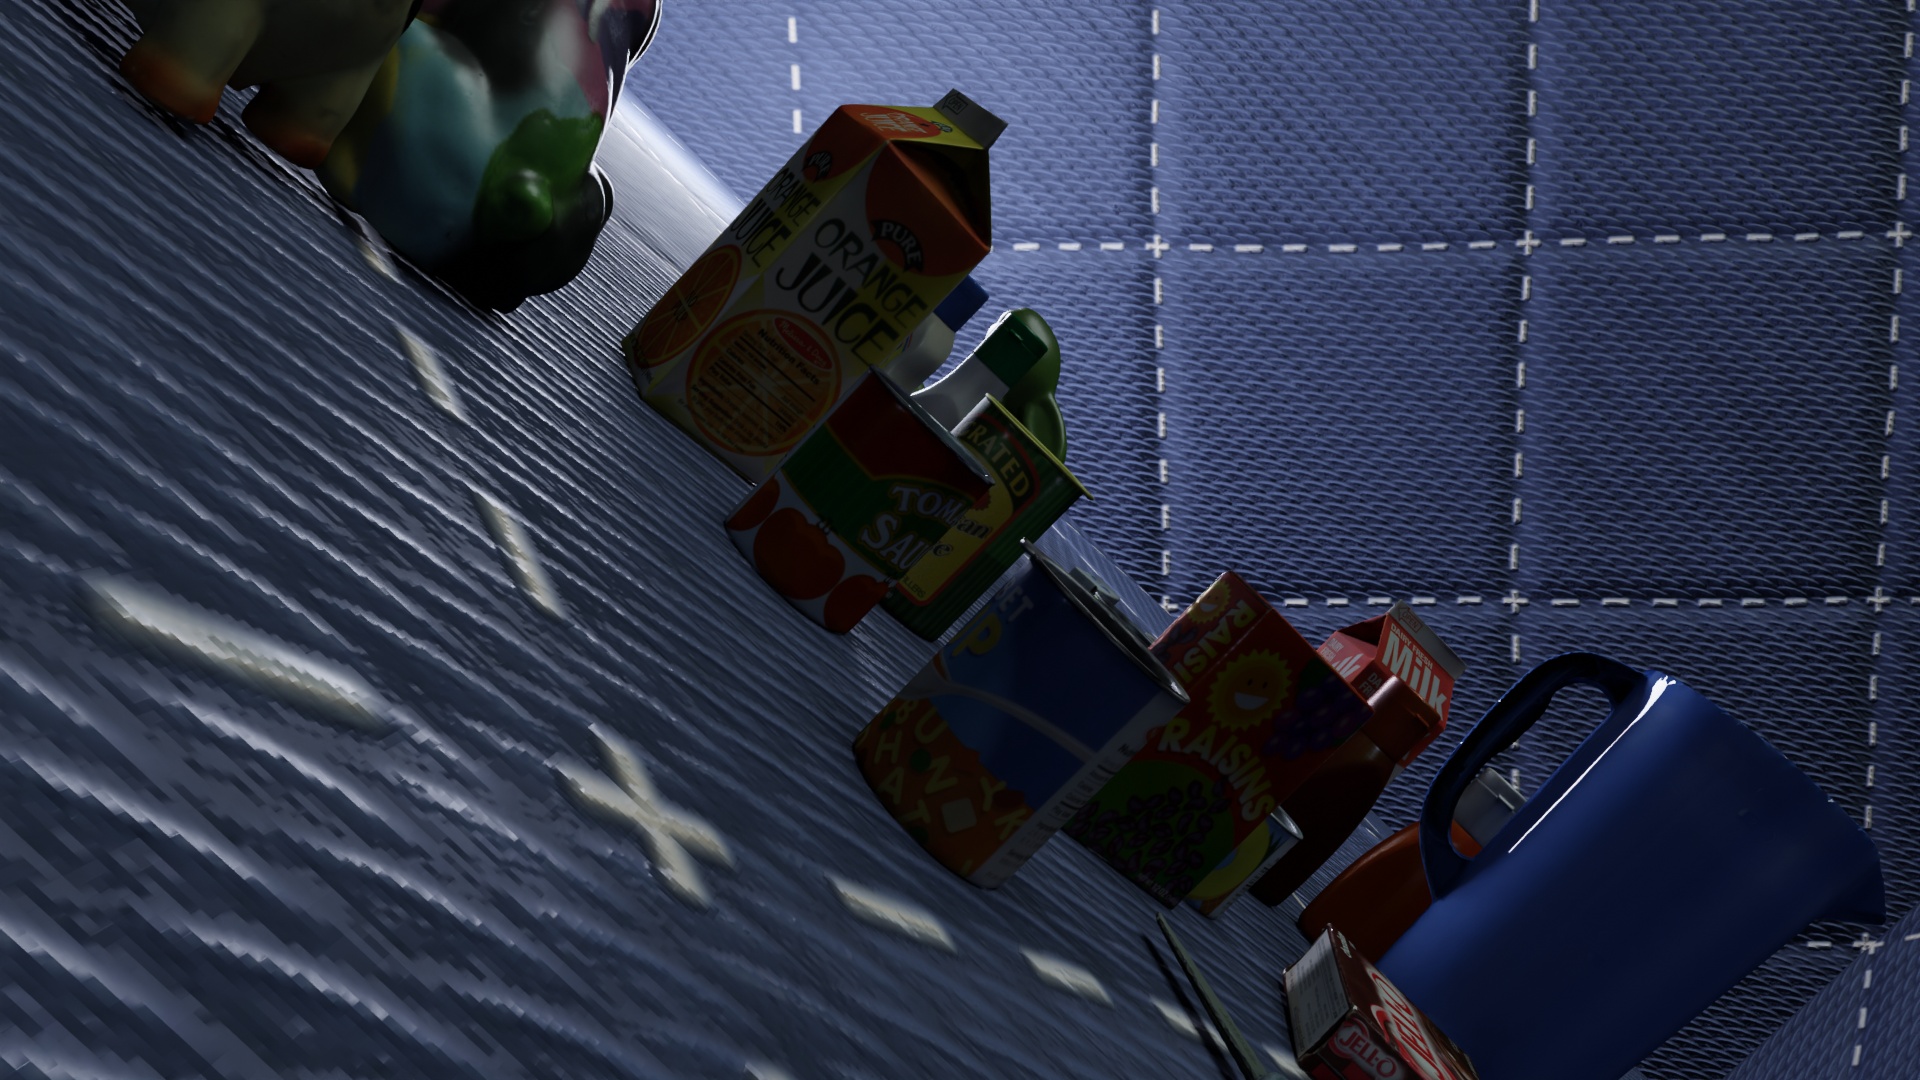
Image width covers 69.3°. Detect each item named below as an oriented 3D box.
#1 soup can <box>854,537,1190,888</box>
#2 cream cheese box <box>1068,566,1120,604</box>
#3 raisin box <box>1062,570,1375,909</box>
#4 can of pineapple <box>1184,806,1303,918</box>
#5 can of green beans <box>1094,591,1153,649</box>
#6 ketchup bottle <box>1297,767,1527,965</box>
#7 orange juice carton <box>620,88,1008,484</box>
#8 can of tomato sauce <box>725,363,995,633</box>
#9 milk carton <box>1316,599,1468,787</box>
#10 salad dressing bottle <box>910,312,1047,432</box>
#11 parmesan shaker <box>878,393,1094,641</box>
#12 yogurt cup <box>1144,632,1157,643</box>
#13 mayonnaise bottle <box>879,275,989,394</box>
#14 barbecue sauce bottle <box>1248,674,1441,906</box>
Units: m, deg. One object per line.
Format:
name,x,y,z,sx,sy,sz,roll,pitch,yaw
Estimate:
soup can,0.016,0.053,0.431,0.071,0.083,0.071,44,6,-6
cream cheese box,0.085,0.050,1.035,0.024,0.053,0.104,46,6,16
raisin box,0.101,0.085,0.585,0.086,0.123,0.040,41,7,-30
can of pineapple,0.117,0.135,0.661,0.071,0.058,0.071,44,6,-6
can of green beans,0.089,0.075,0.871,0.071,0.058,0.071,44,6,-6
ketchup bottle,0.274,0.199,0.823,0.065,0.148,0.043,46,6,12
orange juice carton,-0.058,-0.124,0.623,0.073,0.192,0.072,41,7,-34
can of tomato sauce,-0.037,-0.014,0.532,0.071,0.083,0.071,44,6,-6
milk carton,0.249,0.129,0.929,0.072,0.190,0.073,43,6,-11
salad dressing bottle,-0.004,-0.088,0.936,0.064,0.147,0.044,45,6,10
parmesan shaker,0.002,-0.008,0.656,0.071,0.103,0.071,44,6,-6
yogurt cup,0.138,0.108,0.992,0.072,0.054,0.072,44,6,-6
mayonnaise bottle,-0.042,-0.140,1.030,0.041,0.148,0.065,39,8,-45
barbecue sauce bottle,0.213,0.142,0.808,0.065,0.148,0.044,42,6,-21
